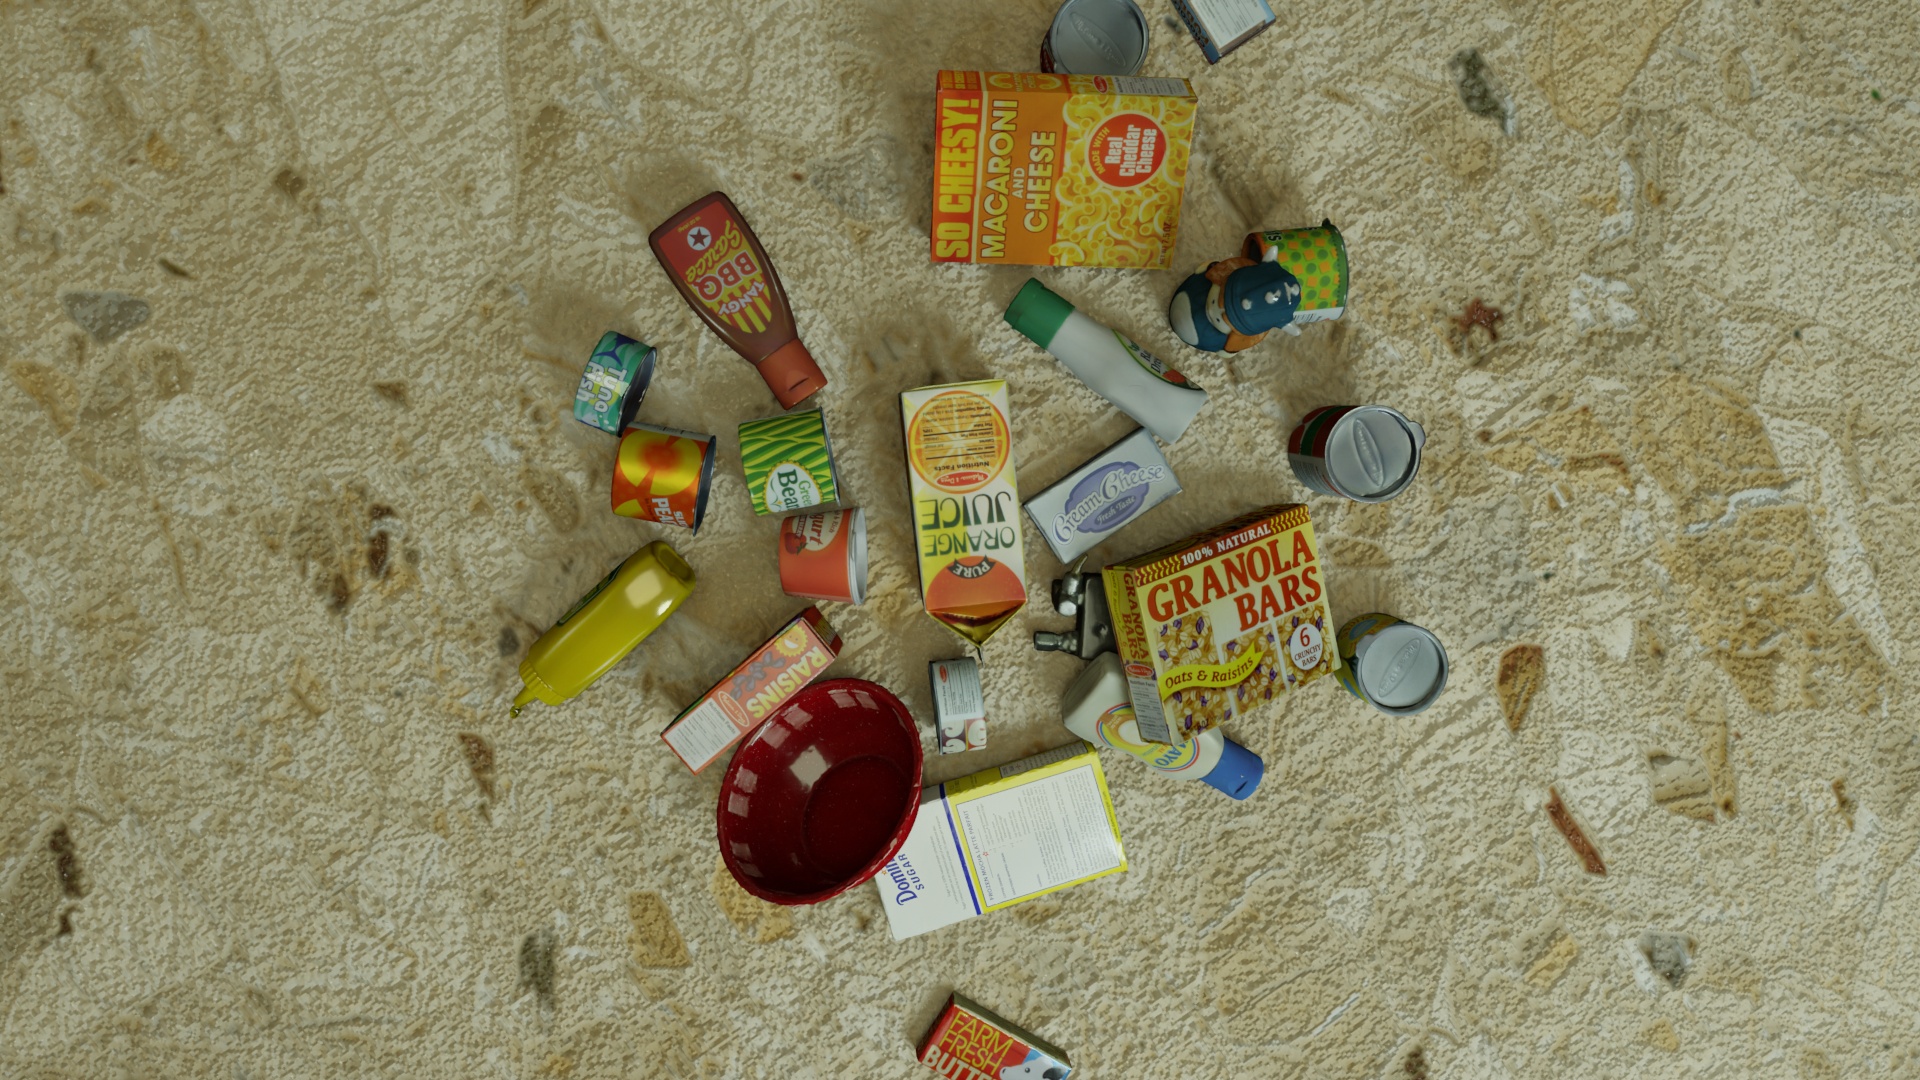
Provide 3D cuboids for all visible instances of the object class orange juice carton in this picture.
[{"bbox_3d":[0.003,-0.012,0.956,0.073,0.072,0.192,-7,95,-4],"label":"orange juice carton"}]

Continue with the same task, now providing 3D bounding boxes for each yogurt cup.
[{"bbox_3d":[-0.094,0.011,0.956,0.054,0.072,0.072,-1,95,4],"label":"yogurt cup"}]

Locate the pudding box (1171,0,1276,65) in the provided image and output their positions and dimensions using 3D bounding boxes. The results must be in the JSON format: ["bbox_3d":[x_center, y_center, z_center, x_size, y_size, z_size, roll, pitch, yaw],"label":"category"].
[{"bbox_3d":[0.174,-0.379,0.959,0.049,0.030,0.083,-34,97,0],"label":"pudding box"}]

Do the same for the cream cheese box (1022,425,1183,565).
[{"bbox_3d":[0.101,-0.032,0.986,0.104,0.024,0.053,-33,96,-1],"label":"cream cheese box"}]

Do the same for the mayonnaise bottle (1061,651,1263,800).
[{"bbox_3d":[0.147,0.137,0.988,0.148,0.041,0.064,30,118,-14],"label":"mayonnaise bottle"}]

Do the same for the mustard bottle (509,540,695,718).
[{"bbox_3d":[-0.253,0.067,0.948,0.160,0.065,0.049,-41,101,4],"label":"mustard bottle"}]

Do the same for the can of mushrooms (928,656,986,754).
[{"bbox_3d":[-0.002,0.116,0.972,0.033,0.071,0.071,-7,96,-5],"label":"can of mushrooms"}]

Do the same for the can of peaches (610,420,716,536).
[{"bbox_3d":[-0.201,-0.042,0.939,0.058,0.071,0.071,11,94,-5],"label":"can of peaches"}]

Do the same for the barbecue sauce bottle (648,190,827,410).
[{"bbox_3d":[-0.146,-0.159,0.946,0.065,0.044,0.148,-34,97,-2],"label":"barbecue sauce bottle"}]

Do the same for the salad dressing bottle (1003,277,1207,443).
[{"bbox_3d":[0.099,-0.126,0.962,0.148,0.064,0.044,35,109,1],"label":"salad dressing bottle"}]

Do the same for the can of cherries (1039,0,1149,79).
[{"bbox_3d":[0.087,-0.332,0.942,0.071,0.058,0.071,-1,96,-5],"label":"can of cherries"}]

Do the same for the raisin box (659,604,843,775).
[{"bbox_3d":[-0.140,0.099,0.947,0.123,0.086,0.040,-39,92,0],"label":"raisin box"}]

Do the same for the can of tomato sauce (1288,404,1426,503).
[{"bbox_3d":[0.274,-0.063,0.967,0.071,0.083,0.071,0,95,-5],"label":"can of tomato sauce"}]

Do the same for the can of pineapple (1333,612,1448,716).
[{"bbox_3d":[0.305,0.086,0.996,0.071,0.058,0.071,0,95,-5],"label":"can of pineapple"}]

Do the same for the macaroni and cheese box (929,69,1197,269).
[{"bbox_3d":[0.065,-0.246,0.930,0.167,0.040,0.123,1,128,-4],"label":"macaroni and cheese box"}]

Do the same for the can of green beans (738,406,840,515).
[{"bbox_3d":[-0.116,-0.054,0.946,0.058,0.071,0.071,-11,96,-3],"label":"can of green beans"}]

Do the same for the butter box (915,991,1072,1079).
[{"bbox_3d":[0.024,0.379,1.016,0.103,0.024,0.053,31,92,-7],"label":"butter box"}]

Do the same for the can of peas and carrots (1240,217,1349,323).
[{"bbox_3d":[0.230,-0.185,0.962,0.059,0.071,0.071,-6,96,-3],"label":"can of peas and carrots"}]

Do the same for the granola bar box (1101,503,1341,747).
[{"bbox_3d":[0.182,0.055,0.956,0.166,0.039,0.124,-18,99,-32],"label":"granola bar box"}]

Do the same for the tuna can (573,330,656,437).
[{"bbox_3d":[-0.232,-0.104,0.930,0.033,0.071,0.071,22,93,-5],"label":"tuna can"}]
